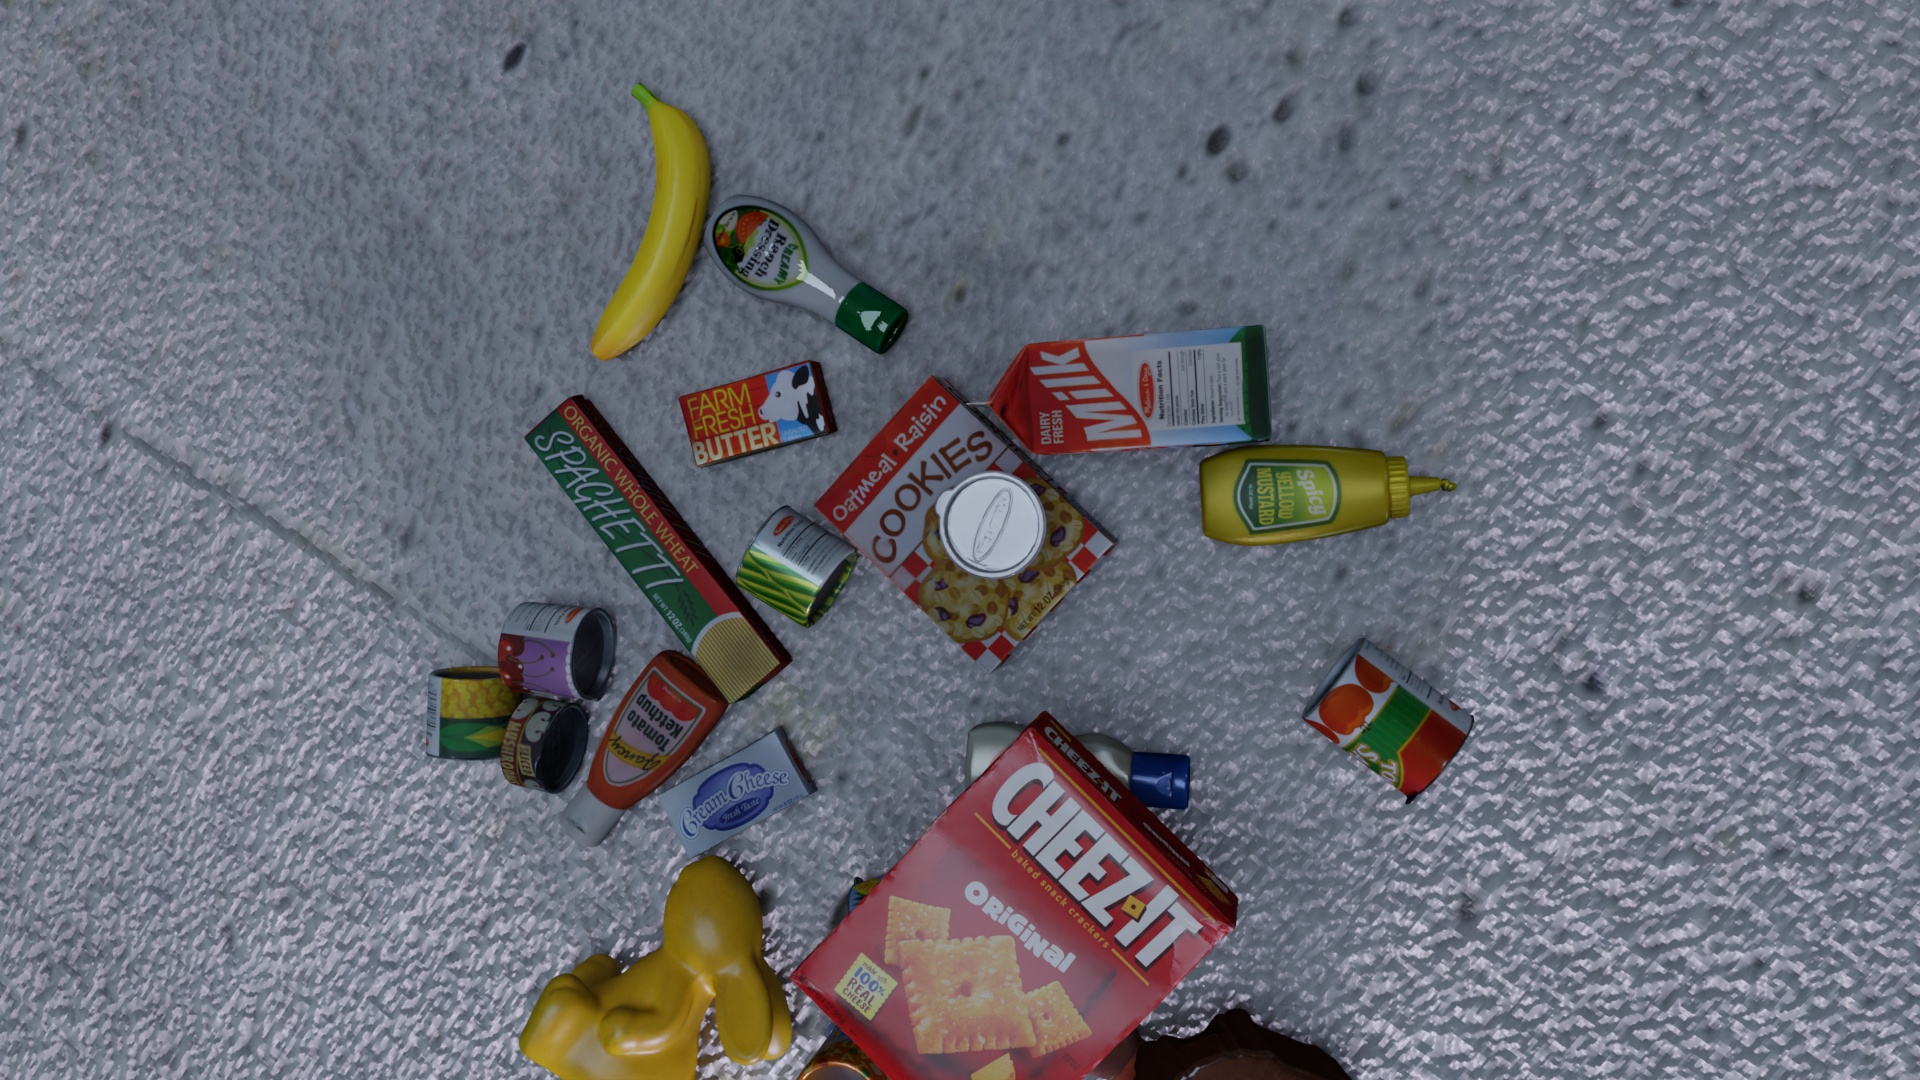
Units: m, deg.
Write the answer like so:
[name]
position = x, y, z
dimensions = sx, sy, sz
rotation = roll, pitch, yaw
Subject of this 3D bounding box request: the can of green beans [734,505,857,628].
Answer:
[can of green beans]
position = -0.112, 0.018, 0.954
dimensions = 0.058, 0.071, 0.071
rotation = 31, 98, 8

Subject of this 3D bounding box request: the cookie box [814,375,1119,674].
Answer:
[cookie box]
position = 0.003, -0.012, 0.942
dimensions = 0.167, 0.040, 0.123
rotation = 44, 100, 7

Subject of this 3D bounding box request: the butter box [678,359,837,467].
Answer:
[butter box]
position = -0.143, -0.088, 0.977
dimensions = 0.103, 0.024, 0.053
rotation = -14, 90, 12

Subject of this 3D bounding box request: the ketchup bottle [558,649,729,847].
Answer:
[ketchup bottle]
position = -0.231, 0.153, 0.995
dimensions = 0.065, 0.043, 0.148
rotation = 39, 99, 7

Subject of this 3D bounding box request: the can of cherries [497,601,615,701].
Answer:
[can of cherries]
position = -0.288, 0.081, 0.992
dimensions = 0.058, 0.071, 0.071
rotation = 4, 93, 12

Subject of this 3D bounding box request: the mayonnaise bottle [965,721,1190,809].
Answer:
[mayonnaise bottle]
position = 0.079, 0.157, 0.932
dimensions = 0.148, 0.041, 0.064
rotation = 2, 91, 12

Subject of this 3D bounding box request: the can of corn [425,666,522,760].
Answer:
[can of corn]
position = -0.350, 0.124, 1.008
dimensions = 0.071, 0.071, 0.058
rotation = 3, 93, 12

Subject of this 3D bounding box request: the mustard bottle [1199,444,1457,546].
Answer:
[mustard bottle]
position = 0.234, -0.032, 0.889
dimensions = 0.160, 0.049, 0.065
rotation = -4, 93, 12

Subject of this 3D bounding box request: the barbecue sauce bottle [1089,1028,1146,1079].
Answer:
[barbecue sauce bottle]
position = 0.082, 0.324, 0.937
dimensions = 0.148, 0.044, 0.064
rotation = 40, 99, 7

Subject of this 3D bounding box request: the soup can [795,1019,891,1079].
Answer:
[soup can]
position = -0.075, 0.368, 0.950
dimensions = 0.071, 0.084, 0.071
rotation = 1, 93, 12

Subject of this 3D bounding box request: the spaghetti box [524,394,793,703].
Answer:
[spaghetti box]
position = -0.218, 0.005, 0.994
dimensions = 0.050, 0.029, 0.250
rotation = -40, 84, 10

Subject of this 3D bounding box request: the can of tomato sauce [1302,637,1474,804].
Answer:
[can of tomato sauce]
position = 0.268, 0.113, 0.879
dimensions = 0.083, 0.071, 0.071
rotation = 37, 99, 9

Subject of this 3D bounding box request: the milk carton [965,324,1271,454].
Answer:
[milk carton]
position = 0.103, -0.094, 0.903
dimensions = 0.190, 0.072, 0.073
rotation = -3, 92, 11

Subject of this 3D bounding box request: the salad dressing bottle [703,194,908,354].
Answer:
[salad dressing bottle]
position = -0.105, -0.182, 0.956
dimensions = 0.148, 0.044, 0.064
rotation = 33, 100, 8

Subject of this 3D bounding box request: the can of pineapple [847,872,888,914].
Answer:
[can of pineapple]
position = -0.037, 0.255, 0.947
dimensions = 0.058, 0.071, 0.071
rotation = -23, 88, 11

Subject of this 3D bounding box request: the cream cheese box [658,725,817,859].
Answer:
[cream cheese box]
position = -0.159, 0.180, 0.991
dimensions = 0.103, 0.024, 0.053
rotation = -30, 85, 11

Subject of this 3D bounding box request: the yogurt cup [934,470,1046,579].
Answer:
[yogurt cup]
position = 0.024, -0.011, 0.889
dimensions = 0.072, 0.054, 0.072
rotation = 1, 93, 11

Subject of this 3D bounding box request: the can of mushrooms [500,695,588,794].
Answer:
[can of mushrooms]
position = -0.299, 0.147, 0.994
dimensions = 0.033, 0.071, 0.071
rotation = 10, 94, 13
